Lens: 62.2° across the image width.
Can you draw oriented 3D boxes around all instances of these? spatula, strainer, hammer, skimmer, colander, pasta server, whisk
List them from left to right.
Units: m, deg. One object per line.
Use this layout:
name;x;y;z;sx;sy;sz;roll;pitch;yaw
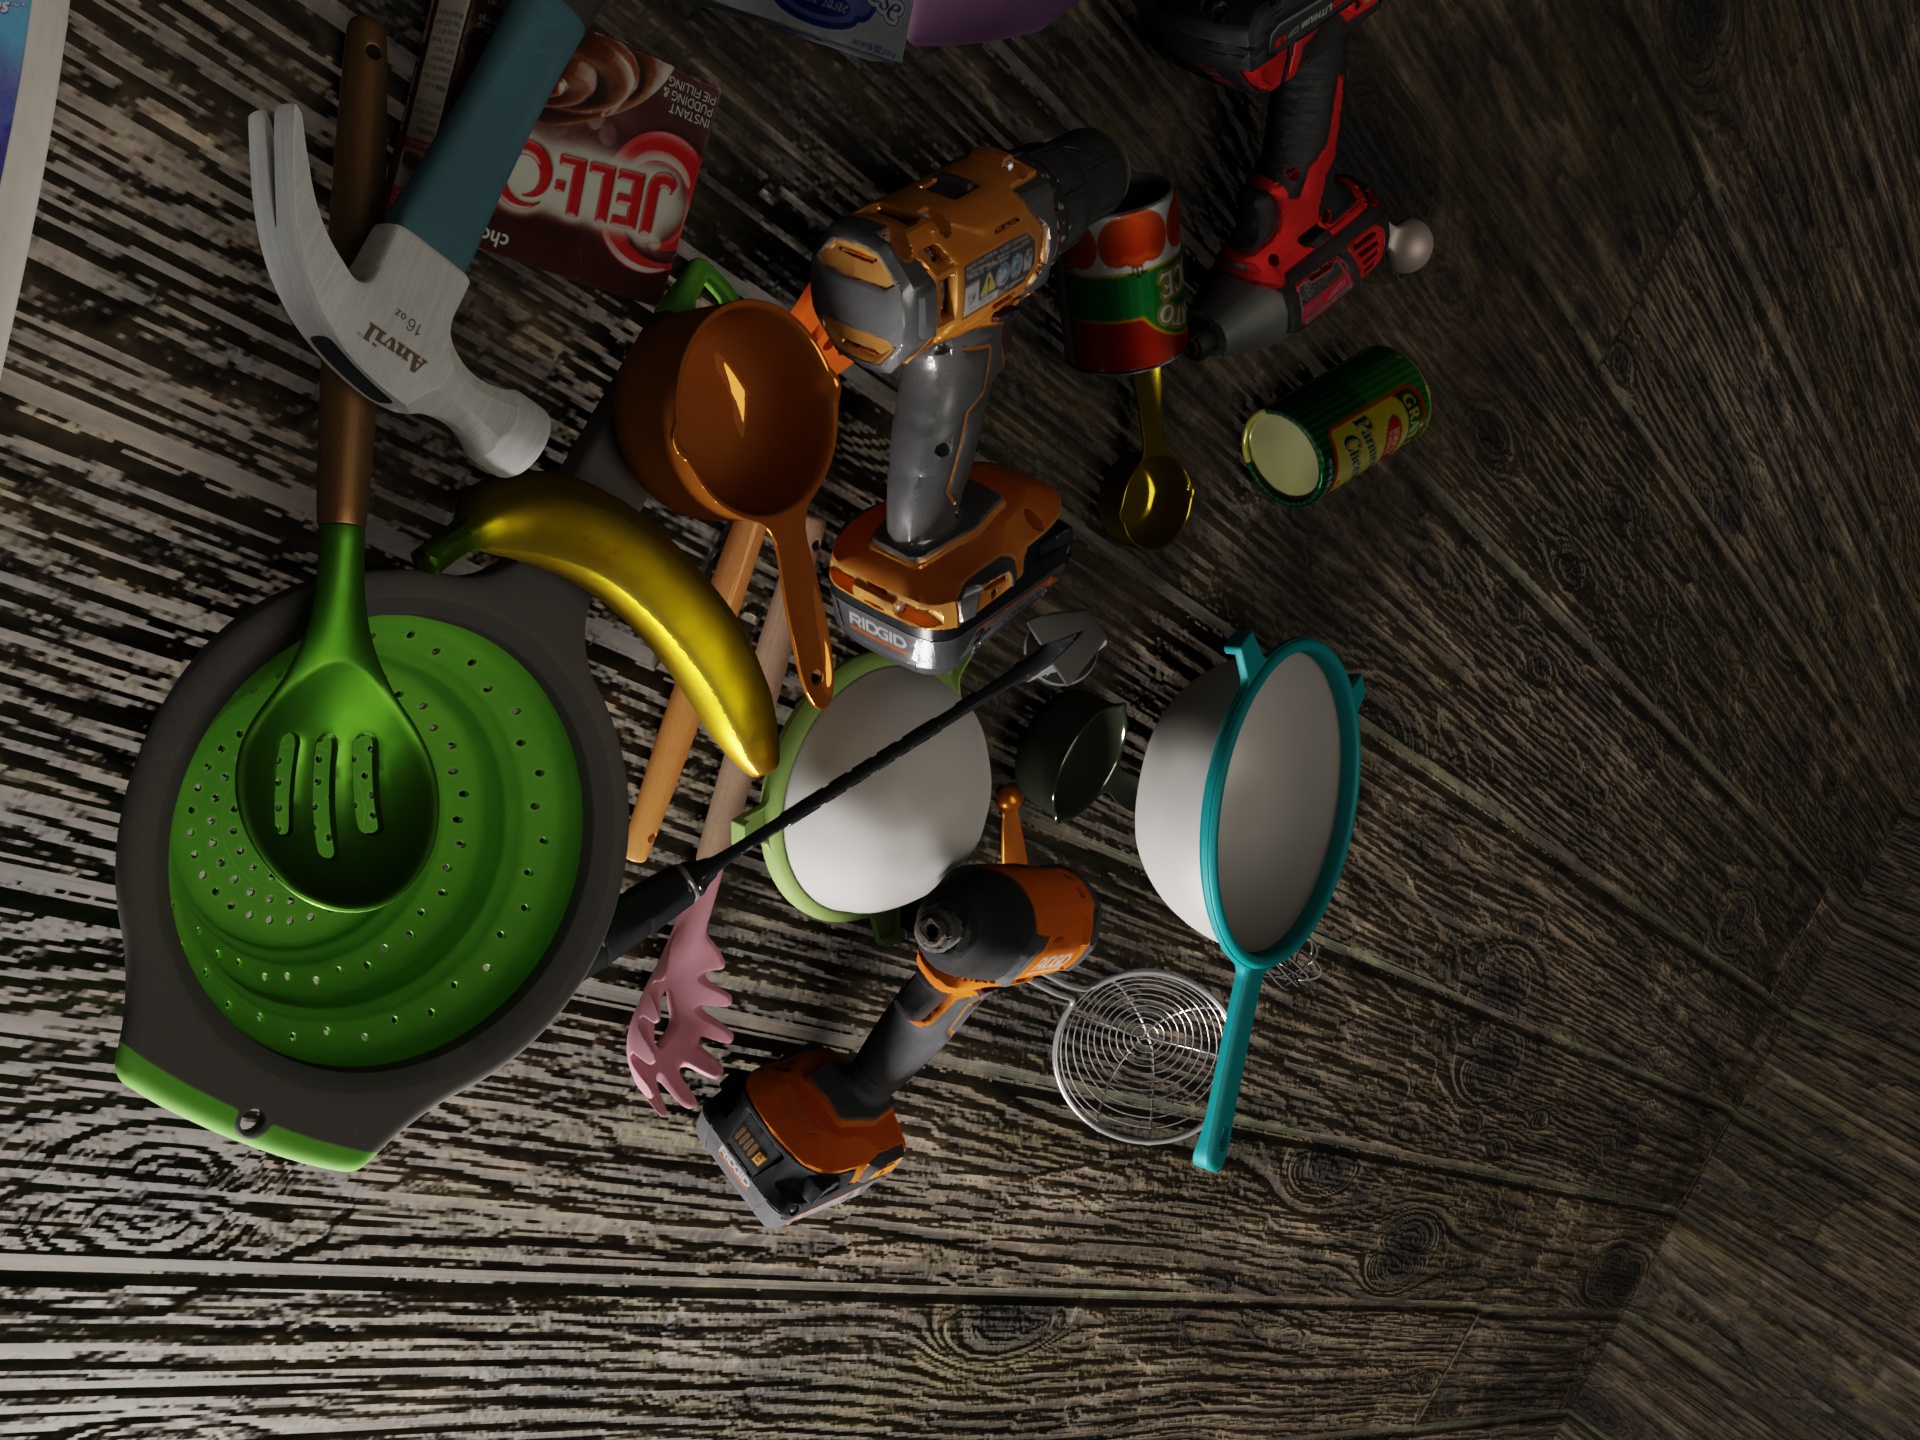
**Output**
colander;-0.207;-0.027;0.648;0.204;0.094;0.397;44;62;-42
hammer;-0.137;-0.260;0.558;0.128;0.033;0.331;35;73;-46
hammer;-0.108;0.065;0.712;0.409;0.149;0.036;-33;89;0
pasta server;-0.113;0.050;0.804;0.060;0.040;0.316;0;111;-57
spatula;-0.097;-0.076;0.747;0.081;0.041;0.322;-1;116;-62
strainer;-0.001;-0.003;0.837;0.256;0.069;0.151;-60;139;-12
skimmer;0.051;0.175;0.988;0.127;0.090;0.362;-43;137;12
spatula;0.097;-0.376;0.784;0.316;0.018;0.059;-22;128;-33
strainer;0.161;0.110;1.023;0.210;0.095;0.340;12;89;-54
whisk;0.200;0.141;1.150;0.055;0.055;0.238;-55;134;-5

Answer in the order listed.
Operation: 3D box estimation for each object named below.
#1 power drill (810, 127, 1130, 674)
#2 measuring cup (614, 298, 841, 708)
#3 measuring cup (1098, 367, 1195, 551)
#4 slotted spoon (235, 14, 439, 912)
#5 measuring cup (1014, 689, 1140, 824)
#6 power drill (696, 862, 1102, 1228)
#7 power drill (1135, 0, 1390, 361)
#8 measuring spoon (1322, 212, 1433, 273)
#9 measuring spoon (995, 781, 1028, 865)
power drill;0.011;-0.156;0.746;0.185;0.084;0.226;-41;147;-37
measuring cup;-0.091;-0.087;0.665;0.095;0.052;0.173;-33;121;-43
measuring cup;0.098;-0.173;0.900;0.062;0.029;0.156;-22;114;-34
slotted spoon;-0.211;-0.092;0.551;0.070;0.031;0.314;5;83;-45
measuring cup;0.080;0.029;0.987;0.083;0.038;0.167;-61;154;-2
power drill;-0.034;0.164;0.844;0.226;0.084;0.164;-47;159;13
power drill;0.162;-0.297;0.836;0.143;0.079;0.219;-39;143;-17
measuring spoon;0.257;-0.303;0.977;0.124;0.018;0.034;6;108;-44
measuring spoon;0.036;0.088;0.986;0.021;0.011;0.116;-29;129;-30
